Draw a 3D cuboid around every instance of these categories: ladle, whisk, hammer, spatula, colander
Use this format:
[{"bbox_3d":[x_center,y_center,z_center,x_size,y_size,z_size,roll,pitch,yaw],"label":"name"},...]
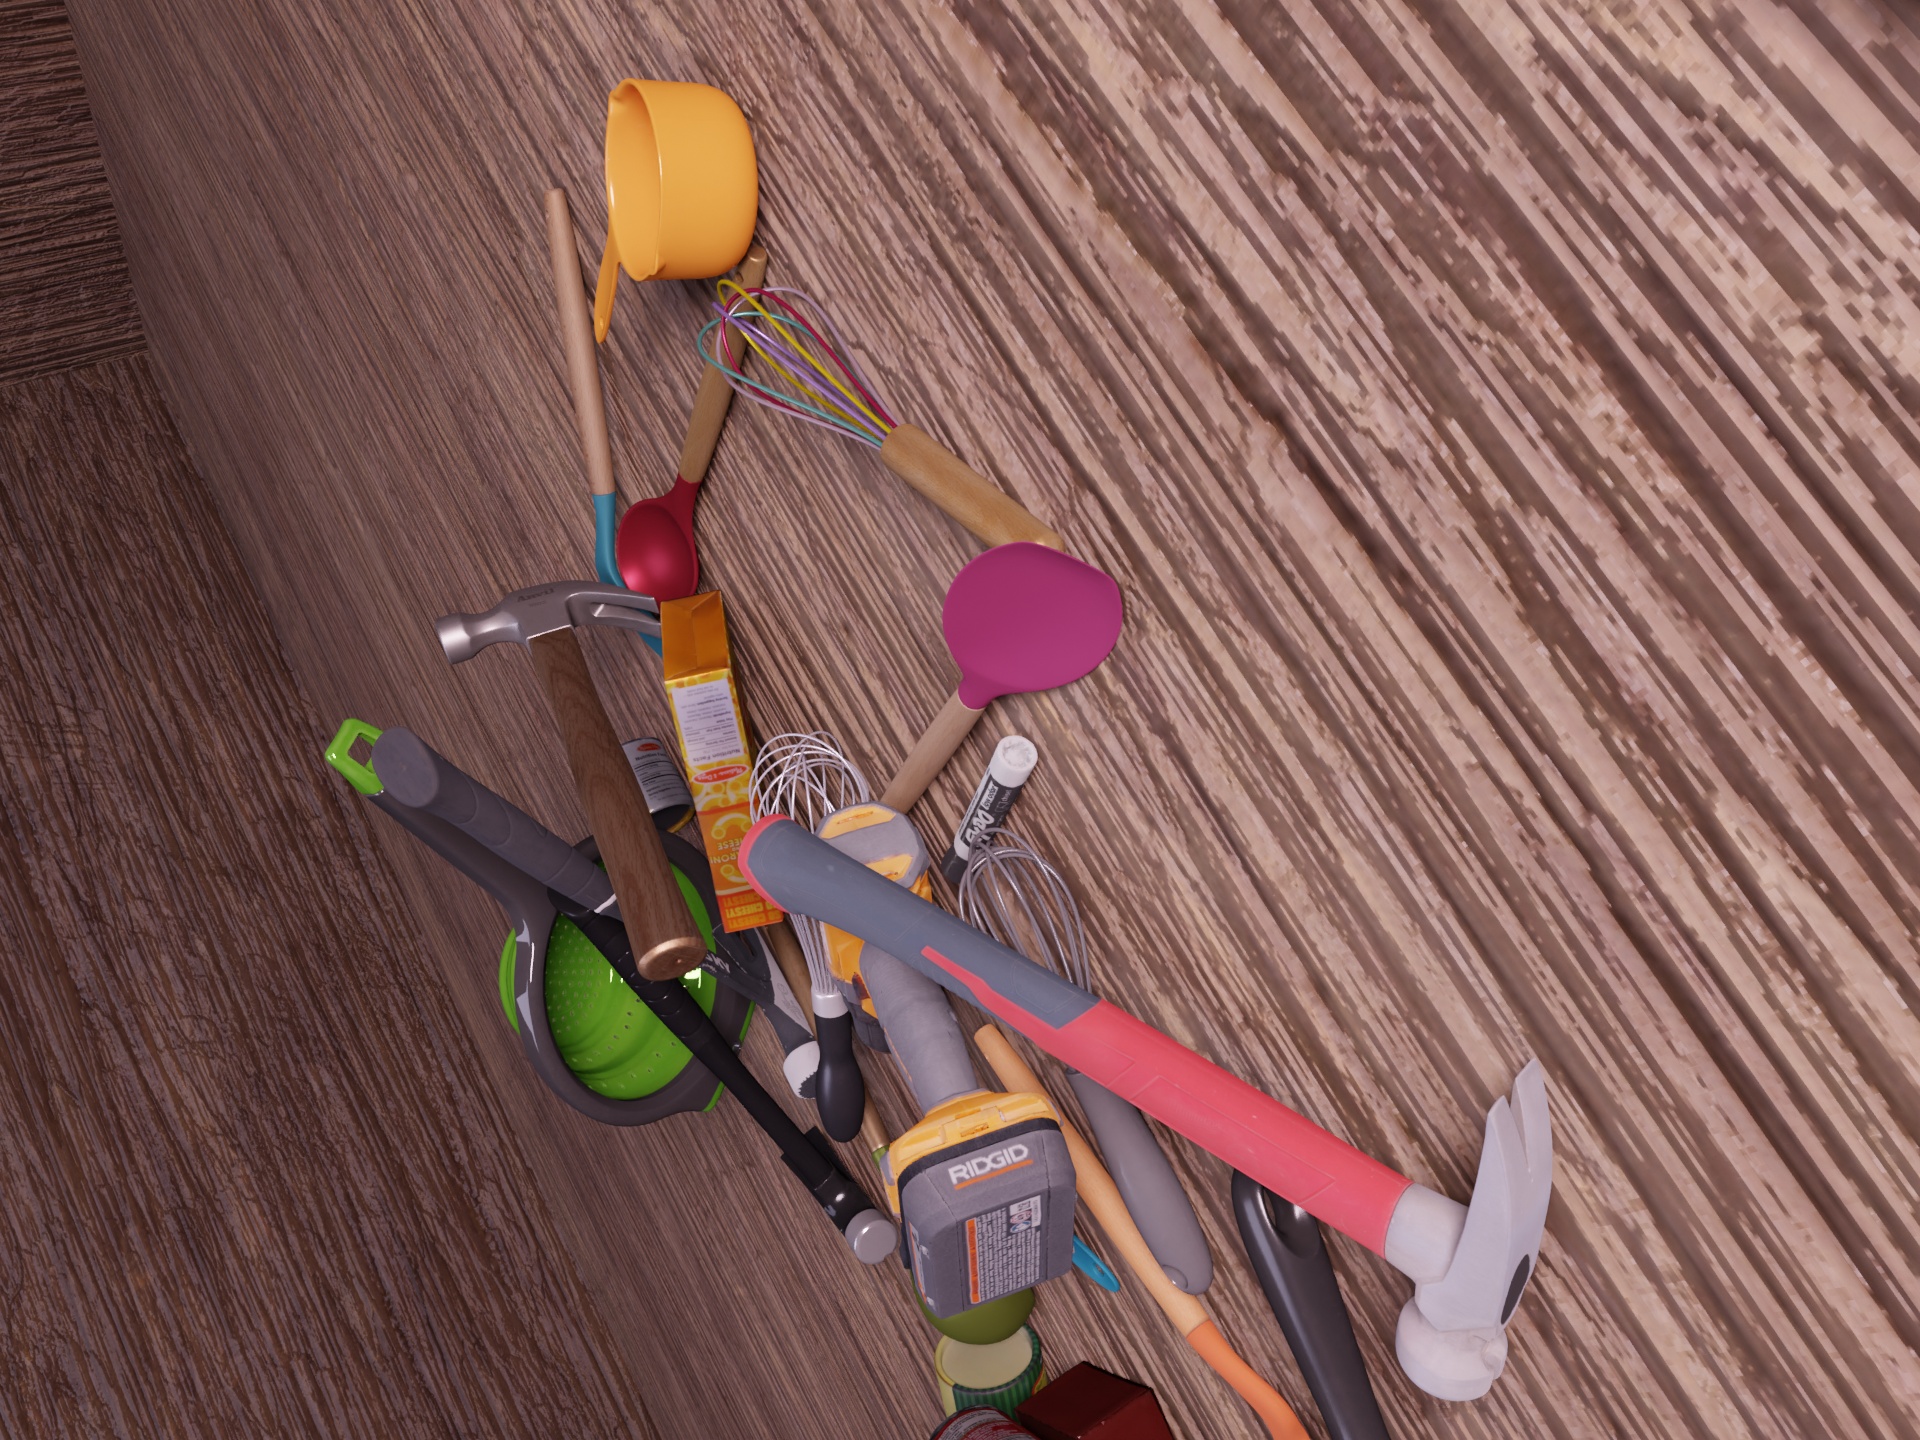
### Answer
[{"bbox_3d":[-0.050,0.246,1.014,0.320,0.062,0.078,60,155,29],"label":"ladle"},{"bbox_3d":[0.172,0.315,0.634,0.073,0.073,0.296,-37,72,63],"label":"whisk"},{"bbox_3d":[0.046,0.112,0.640,0.387,0.038,0.143,25,132,36],"label":"hammer"},{"bbox_3d":[-0.221,-0.173,1.010,0.082,0.044,0.317,29,130,52],"label":"spatula"},{"bbox_3d":[-0.166,0.226,1.079,0.334,0.035,0.146,55,167,-22],"label":"hammer"},{"bbox_3d":[-0.077,0.134,0.921,0.070,0.070,0.284,32,134,48],"label":"whisk"},{"bbox_3d":[0.061,0.158,0.730,0.239,0.055,0.055,64,153,-4],"label":"whisk"},{"bbox_3d":[-0.293,0.129,1.067,0.094,0.205,0.396,-5,140,33],"label":"colander"},{"bbox_3d":[-0.204,0.020,0.903,0.332,0.130,0.031,-124,20,-44],"label":"hammer"},{"bbox_3d":[-0.205,0.110,0.968,0.149,0.036,0.408,54,-177,39],"label":"hammer"},{"bbox_3d":[-0.146,-0.153,0.882,0.069,0.031,0.315,50,149,8],"label":"ladle"},{"bbox_3d":[-0.041,-0.131,0.691,0.245,0.051,0.047,42,139,34],"label":"whisk"},{"bbox_3d":[0.092,0.277,0.765,0.323,0.041,0.081,51,155,31],"label":"spatula"}]

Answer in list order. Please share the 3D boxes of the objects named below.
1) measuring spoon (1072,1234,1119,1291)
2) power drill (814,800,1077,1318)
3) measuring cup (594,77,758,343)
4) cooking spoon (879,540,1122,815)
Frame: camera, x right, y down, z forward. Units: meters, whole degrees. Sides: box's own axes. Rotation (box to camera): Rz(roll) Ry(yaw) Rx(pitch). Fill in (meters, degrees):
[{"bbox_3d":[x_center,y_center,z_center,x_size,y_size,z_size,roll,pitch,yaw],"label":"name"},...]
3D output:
[{"bbox_3d":[0.045,0.262,0.874,0.129,0.021,0.042,39,142,28],"label":"measuring spoon"},{"bbox_3d":[-0.017,0.178,0.805,0.185,0.084,0.226,87,162,-49],"label":"power drill"},{"bbox_3d":[-0.141,-0.233,0.768,0.173,0.052,0.095,135,122,-61],"label":"measuring cup"},{"bbox_3d":[-0.001,-0.002,0.729,0.068,0.017,0.318,23,153,-7],"label":"cooking spoon"}]
